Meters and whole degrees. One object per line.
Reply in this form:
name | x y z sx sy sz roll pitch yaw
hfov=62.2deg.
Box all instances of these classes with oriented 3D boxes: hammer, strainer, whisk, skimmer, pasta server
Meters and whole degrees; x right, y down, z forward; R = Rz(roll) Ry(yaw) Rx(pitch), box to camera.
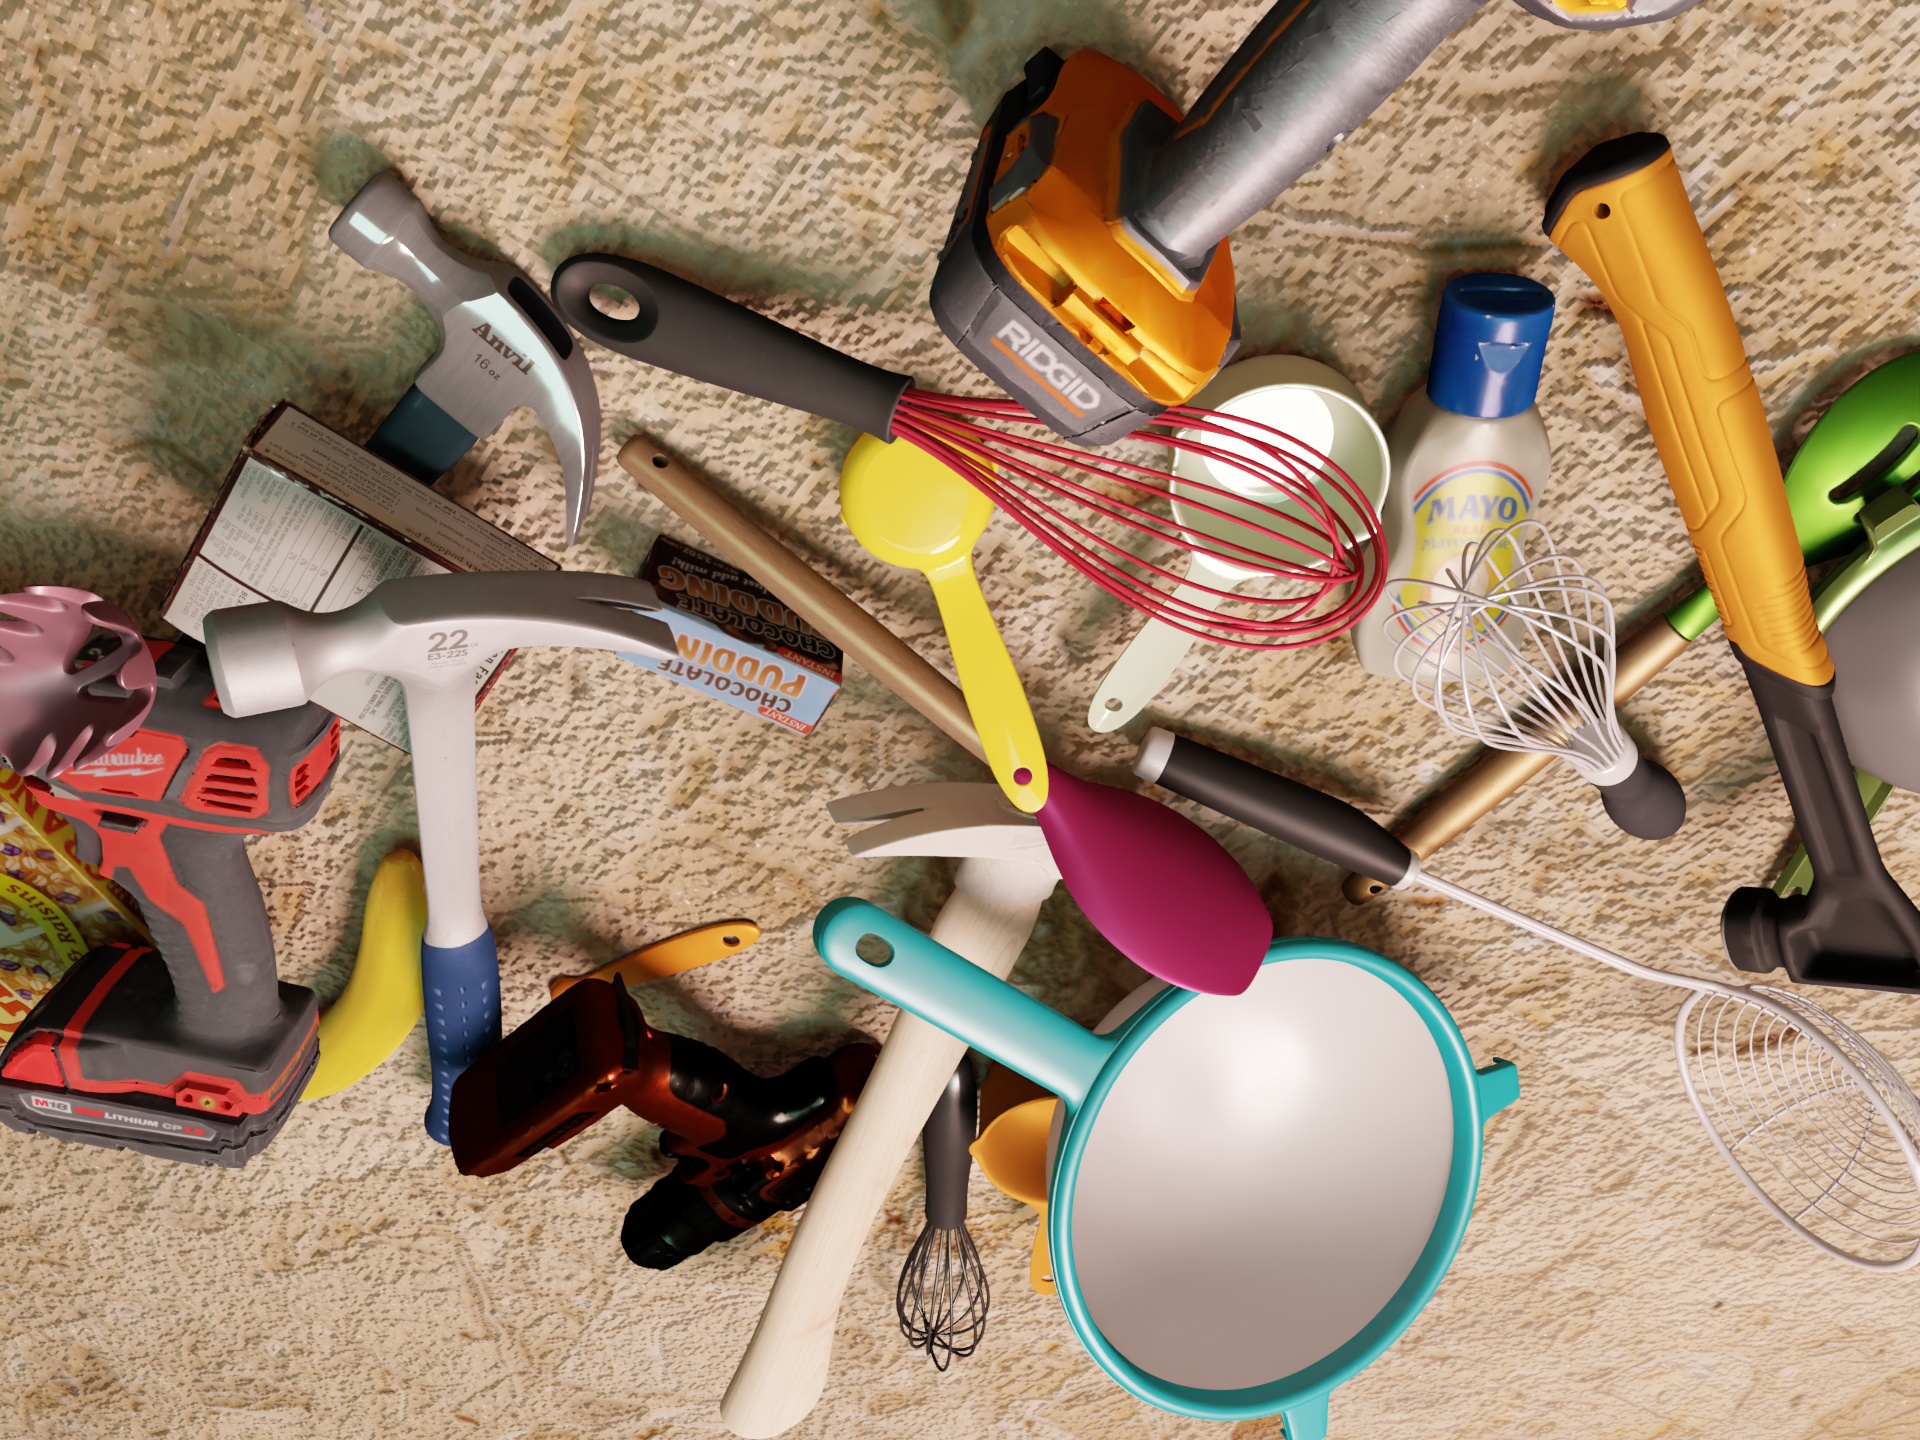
hammer | -0.261 -0.052 0.614 0.331 0.033 0.128 -37 117 27
strainer | 0.068 0.155 0.680 0.340 0.095 0.211 33 85 -22
whisk | 0.222 0.003 0.567 0.070 0.070 0.284 -31 148 23
whisk | -0.008 0.263 0.844 0.055 0.055 0.238 2 124 0
skimmer | 0.229 0.112 0.656 0.363 0.090 0.127 24 166 -2
pasta server | -0.397 0.026 0.566 0.316 0.040 0.060 -22 97 20
strainer | 0.378 0.021 0.613 0.151 0.069 0.256 -3 134 -9
whisk | -0.001 -0.096 0.526 0.296 0.073 0.073 22 128 7
hammer | 0.284 -0.041 0.546 0.127 0.034 0.336 -3 123 51
hammer | -0.049 0.198 0.732 0.146 0.038 0.410 4 123 -31
hammer | -0.202 0.080 0.655 0.144 0.035 0.405 -12 147 -23

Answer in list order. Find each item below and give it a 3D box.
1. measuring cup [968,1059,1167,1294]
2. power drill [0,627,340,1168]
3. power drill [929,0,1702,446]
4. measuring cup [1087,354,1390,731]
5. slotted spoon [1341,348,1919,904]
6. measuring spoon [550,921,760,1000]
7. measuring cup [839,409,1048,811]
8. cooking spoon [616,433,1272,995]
measuring cup | 0.050 0.225 0.808 0.095 0.052 0.173 3 130 -1
power drill | -0.347 0.063 0.635 0.188 0.080 0.226 12 121 -3
power drill | 0.099 -0.191 0.430 0.084 0.164 0.226 36 133 -23
measuring cup | 0.091 -0.062 0.591 0.083 0.038 0.167 22 127 -15
slotted spoon | 0.263 -0.019 0.625 0.070 0.031 0.313 26 126 -23
measuring spoon | -0.146 0.118 0.755 0.117 0.011 0.021 -21 125 17
measuring cup | 0.001 -0.037 0.577 0.062 0.029 0.156 -19 98 6
cooking spoon | -0.001 -0.002 0.608 0.318 0.069 0.017 39 148 -9
